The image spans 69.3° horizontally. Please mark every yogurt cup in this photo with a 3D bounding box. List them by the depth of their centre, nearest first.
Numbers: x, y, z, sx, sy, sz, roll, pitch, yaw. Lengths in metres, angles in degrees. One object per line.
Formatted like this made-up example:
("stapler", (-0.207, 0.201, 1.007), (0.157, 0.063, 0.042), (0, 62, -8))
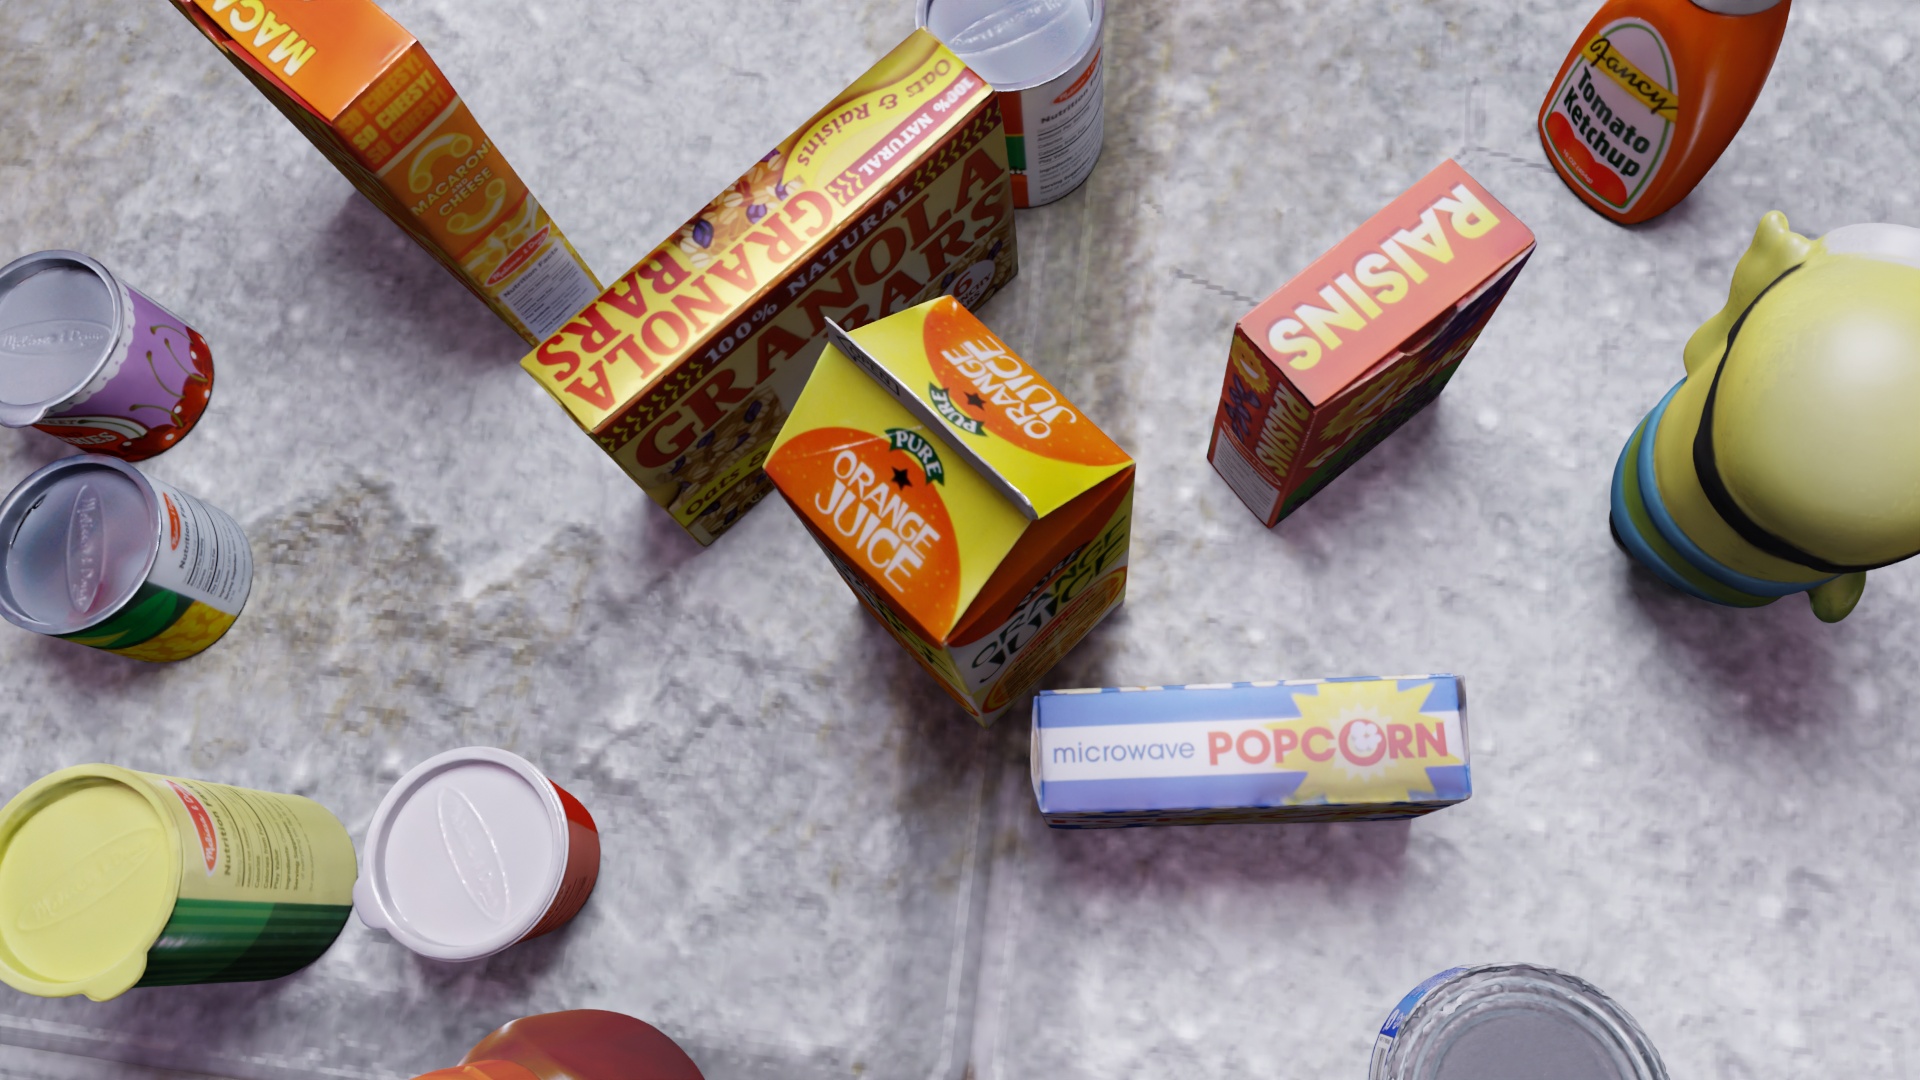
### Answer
("yogurt cup", (-0.157, 0.107, 0.471), (0.072, 0.054, 0.072), (-2, 74, 5))

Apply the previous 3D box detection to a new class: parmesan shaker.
("parmesan shaker", (-0.252, 0.114, 0.452), (0.071, 0.103, 0.071), (-2, 74, 5))

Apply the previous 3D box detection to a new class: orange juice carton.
("orange juice carton", (0.001, -0.005, 0.416), (0.073, 0.192, 0.072), (-44, 75, -7))

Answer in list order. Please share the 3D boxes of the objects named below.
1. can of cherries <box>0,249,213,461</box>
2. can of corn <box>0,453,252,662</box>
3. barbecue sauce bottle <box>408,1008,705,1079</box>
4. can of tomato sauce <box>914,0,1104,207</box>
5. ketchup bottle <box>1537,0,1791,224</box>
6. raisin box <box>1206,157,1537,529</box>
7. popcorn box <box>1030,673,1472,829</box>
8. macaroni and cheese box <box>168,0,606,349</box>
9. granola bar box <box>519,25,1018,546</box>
("can of cherries", (-0.338, -0.068, 0.538), (0.071, 0.058, 0.071), (-2, 74, 5))
("can of corn", (-0.311, 0.009, 0.513), (0.071, 0.058, 0.071), (-2, 74, 5))
("barbecue sauce bottle", (-0.120, 0.166, 0.400), (0.065, 0.148, 0.044), (28, 79, 13))
("can of tomato sauce", (0.020, -0.175, 0.522), (0.071, 0.083, 0.071), (-2, 74, 5))
("ketchup bottle", (0.242, -0.167, 0.463), (0.043, 0.148, 0.065), (-31, 73, -3))
("raisin box", (0.128, -0.058, 0.455), (0.086, 0.123, 0.040), (-37, 74, -5))
("popcorn box", (0.087, 0.069, 0.441), (0.127, 0.085, 0.038), (-3, 74, 5))
("macaroni and cheese box", (-0.205, -0.146, 0.492), (0.124, 0.166, 0.040), (40, 82, 15))
("granola bar box", (-0.054, -0.079, 0.479), (0.166, 0.124, 0.039), (-42, 74, -7))
